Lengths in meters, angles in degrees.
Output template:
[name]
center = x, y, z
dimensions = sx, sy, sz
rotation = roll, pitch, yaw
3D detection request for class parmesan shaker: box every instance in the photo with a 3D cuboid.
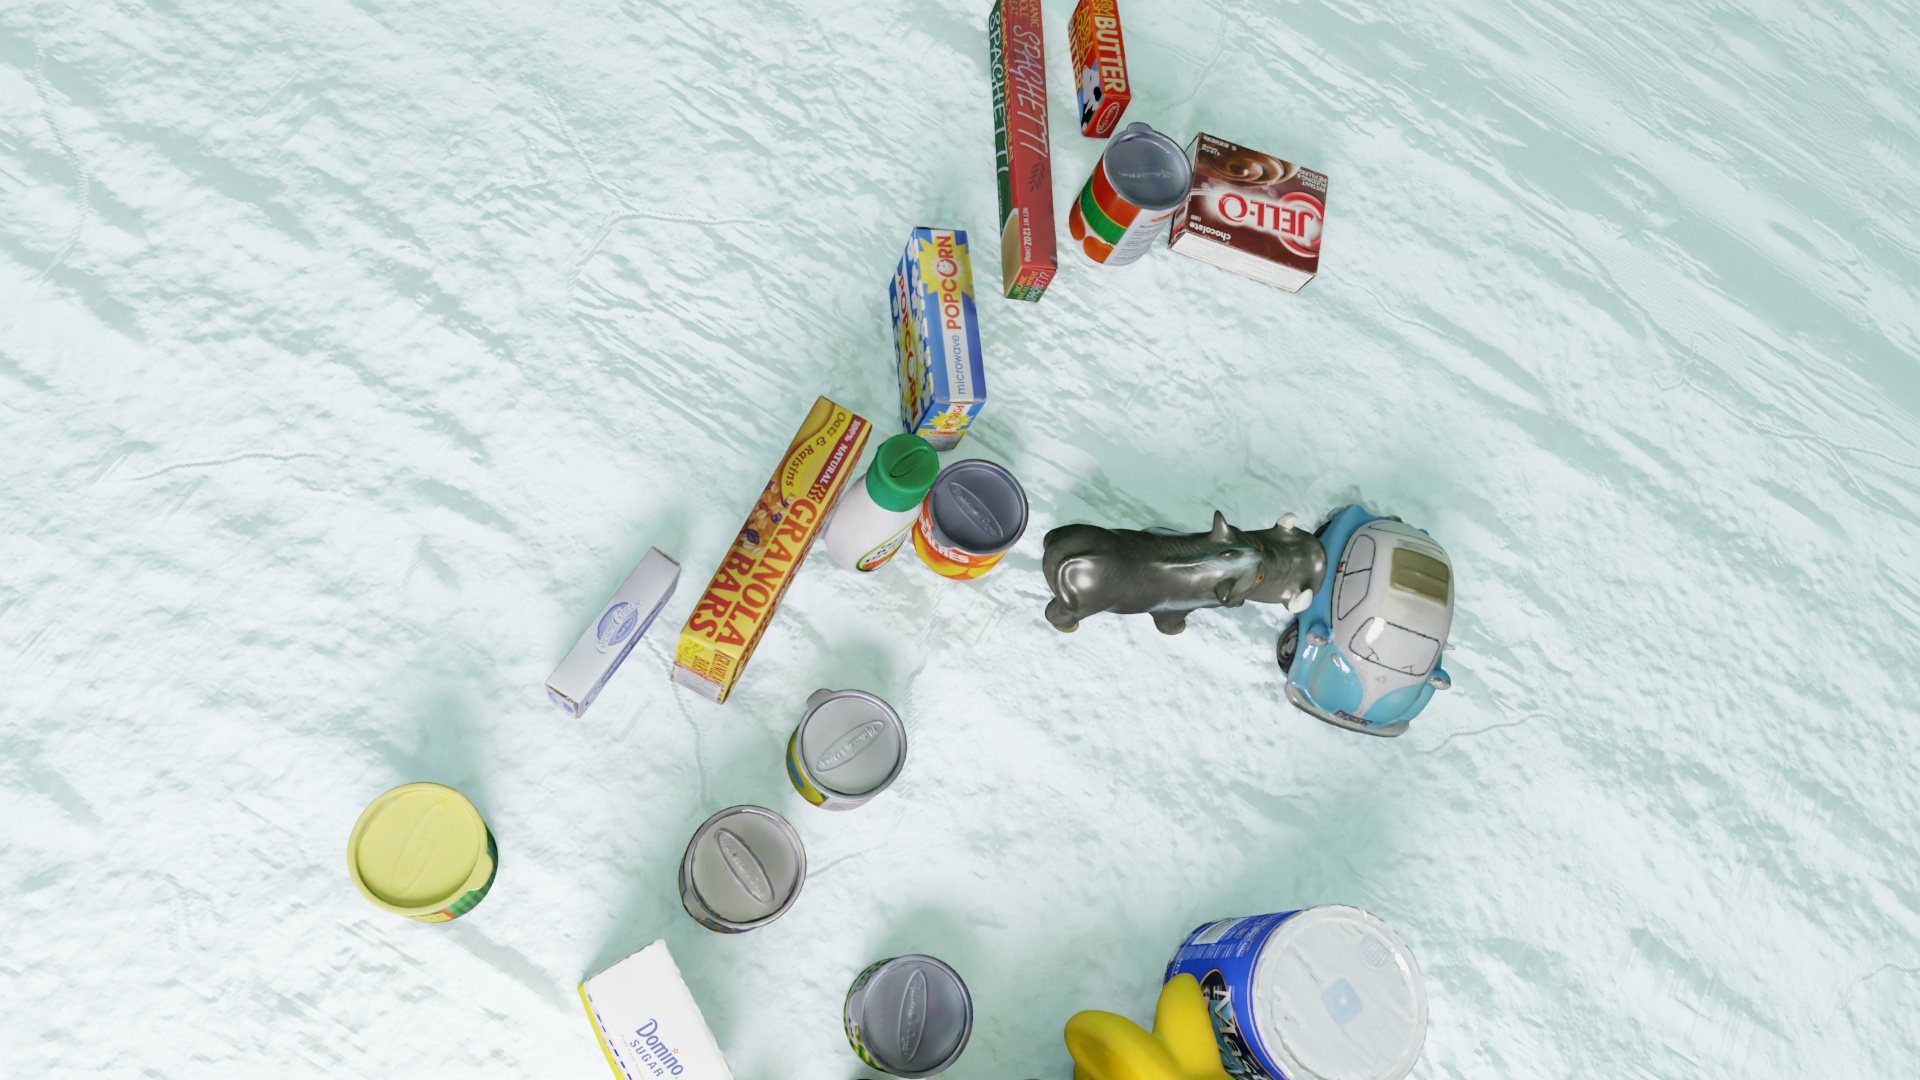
[parmesan shaker]
center = -0.283, 0.171, 0.746
dimensions = 0.071, 0.102, 0.071
rotation = 4, 71, -13

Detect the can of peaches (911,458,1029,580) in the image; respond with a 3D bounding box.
[can of peaches]
center = 0.003, -0.011, 0.906
dimensions = 0.071, 0.058, 0.071
rotation = 4, 71, -13

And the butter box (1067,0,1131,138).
[butter box]
center = 0.105, -0.364, 1.055
dimensions = 0.024, 0.053, 0.104
rotation = -1, 72, -15

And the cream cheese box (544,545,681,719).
[cream cheese box]
center = -0.207, 0.056, 0.831
dimensions = 0.024, 0.053, 0.104
rotation = 34, 67, -1

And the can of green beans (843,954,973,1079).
[can of green beans]
center = -0.031, 0.273, 0.800
dimensions = 0.071, 0.057, 0.071
rotation = 4, 71, -13

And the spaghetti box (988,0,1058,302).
[spaghetti box]
center = 0.045, -0.297, 1.019
dimensions = 0.029, 0.050, 0.251
rotation = 2, 71, -14

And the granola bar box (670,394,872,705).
[granola bar box]
center = -0.114, 0.009, 0.833
dimensions = 0.039, 0.123, 0.166
rotation = 29, 67, -4

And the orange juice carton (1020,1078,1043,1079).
[orange juice carton]
center = 0.036, 0.327, 0.726
dimensions = 0.073, 0.192, 0.072
rotation = -1, 72, -15

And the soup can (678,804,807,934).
[soup can]
center = -0.128, 0.190, 0.789
dimensions = 0.071, 0.083, 0.071
rotation = 4, 71, -13

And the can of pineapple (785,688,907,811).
[can of pineapple]
center = -0.070, 0.126, 0.840
dimensions = 0.071, 0.057, 0.071
rotation = 4, 71, -13

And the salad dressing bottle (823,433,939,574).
[salad dressing bottle]
center = -0.047, -0.022, 0.848
dimensions = 0.064, 0.147, 0.044
rotation = -38, 84, -22

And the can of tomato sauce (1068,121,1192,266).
[can of tomato sauce]
center = 0.120, -0.248, 1.003
dimensions = 0.071, 0.082, 0.071
rotation = 4, 71, -13

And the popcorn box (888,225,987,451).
[popcorn box]
center = -0.017, -0.133, 0.928
dimensions = 0.038, 0.085, 0.127
rotation = -2, 72, -15

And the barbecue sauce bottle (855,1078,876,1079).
[barbecue sauce bottle]
center = -0.042, 0.321, 0.732
dimensions = 0.044, 0.148, 0.065
rotation = 23, 68, -6
